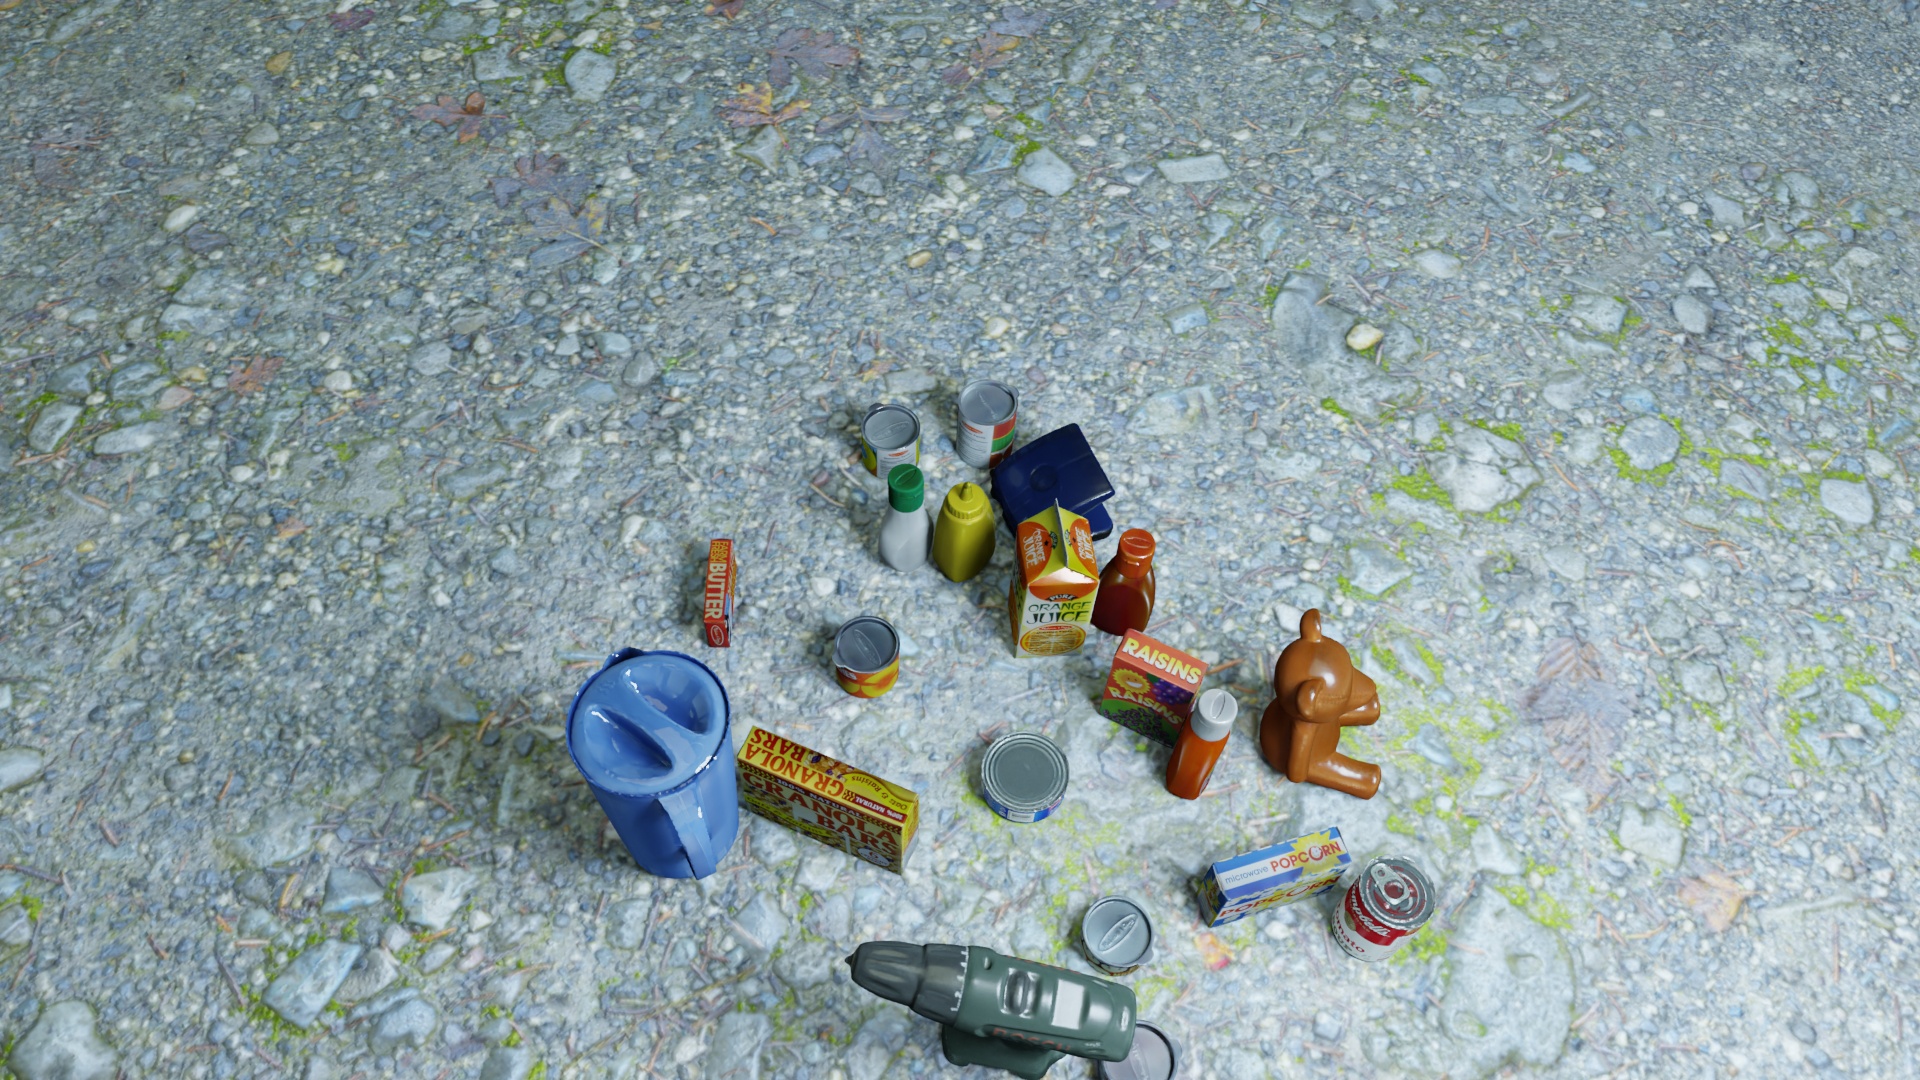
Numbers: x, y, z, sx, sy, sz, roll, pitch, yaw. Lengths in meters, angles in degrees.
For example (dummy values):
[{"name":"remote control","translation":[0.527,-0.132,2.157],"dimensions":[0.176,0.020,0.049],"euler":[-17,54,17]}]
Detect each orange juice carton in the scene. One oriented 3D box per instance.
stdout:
[{"name":"orange juice carton","translation":[0.092,0.041,1.384],"dimensions":[0.073,0.191,0.072],"euler":[-4,57,-5]}]

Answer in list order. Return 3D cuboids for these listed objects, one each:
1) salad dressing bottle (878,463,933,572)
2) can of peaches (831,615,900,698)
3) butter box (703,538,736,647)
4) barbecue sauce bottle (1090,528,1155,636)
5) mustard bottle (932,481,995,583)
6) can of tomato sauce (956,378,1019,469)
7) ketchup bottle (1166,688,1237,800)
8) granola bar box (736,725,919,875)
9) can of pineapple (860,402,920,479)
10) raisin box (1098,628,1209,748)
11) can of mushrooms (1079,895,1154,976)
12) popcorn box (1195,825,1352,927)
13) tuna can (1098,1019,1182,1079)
[{"name":"salad dressing bottle","translation":[-0.057,-0.023,1.446],"dimensions":[0.064,0.147,0.044],"euler":[-38,66,-24]},{"name":"can of peaches","translation":[-0.096,0.119,1.402],"dimensions":[0.071,0.057,0.071],"euler":[1,56,-2]},{"name":"butter box","translation":[-0.249,0.054,1.442],"dimensions":[0.024,0.052,0.104],"euler":[0,56,-2]},{"name":"barbecue sauce bottle","translation":[0.170,0.043,1.412],"dimensions":[0.065,0.147,0.044],"euler":[14,57,7]},{"name":"mustard bottle","translation":[0.005,-0.018,1.438],"dimensions":[0.065,0.159,0.049],"euler":[-35,65,-23]},{"name":"can of tomato sauce","translation":[0.030,-0.131,1.561],"dimensions":[0.071,0.082,0.071],"euler":[1,56,-2]},{"name":"ketchup bottle","translation":[0.229,0.190,1.317],"dimensions":[0.043,0.148,0.065],"euler":[20,58,10]},{"name":"granola bar box","translation":[-0.121,0.242,1.280],"dimensions":[0.166,0.123,0.039],"euler":[21,58,11]},{"name":"can of pineapple","translation":[-0.079,-0.111,1.558],"dimensions":[0.071,0.057,0.071],"euler":[1,56,-2]},{"name":"raisin box","translation":[0.188,0.146,1.360],"dimensions":[0.086,0.122,0.040],"euler":[25,59,13]},{"name":"can of mushrooms","translation":[0.144,0.363,1.266],"dimensions":[0.071,0.033,0.071],"euler":[1,56,-2]},{"name":"popcorn box","translation":[0.287,0.310,1.277],"dimensions":[0.127,0.084,0.038],"euler":[-14,58,-11]},{"name":"tuna can","translation":[0.156,0.453,1.207],"dimensions":[0.071,0.032,0.071],"euler":[1,56,-2]}]
